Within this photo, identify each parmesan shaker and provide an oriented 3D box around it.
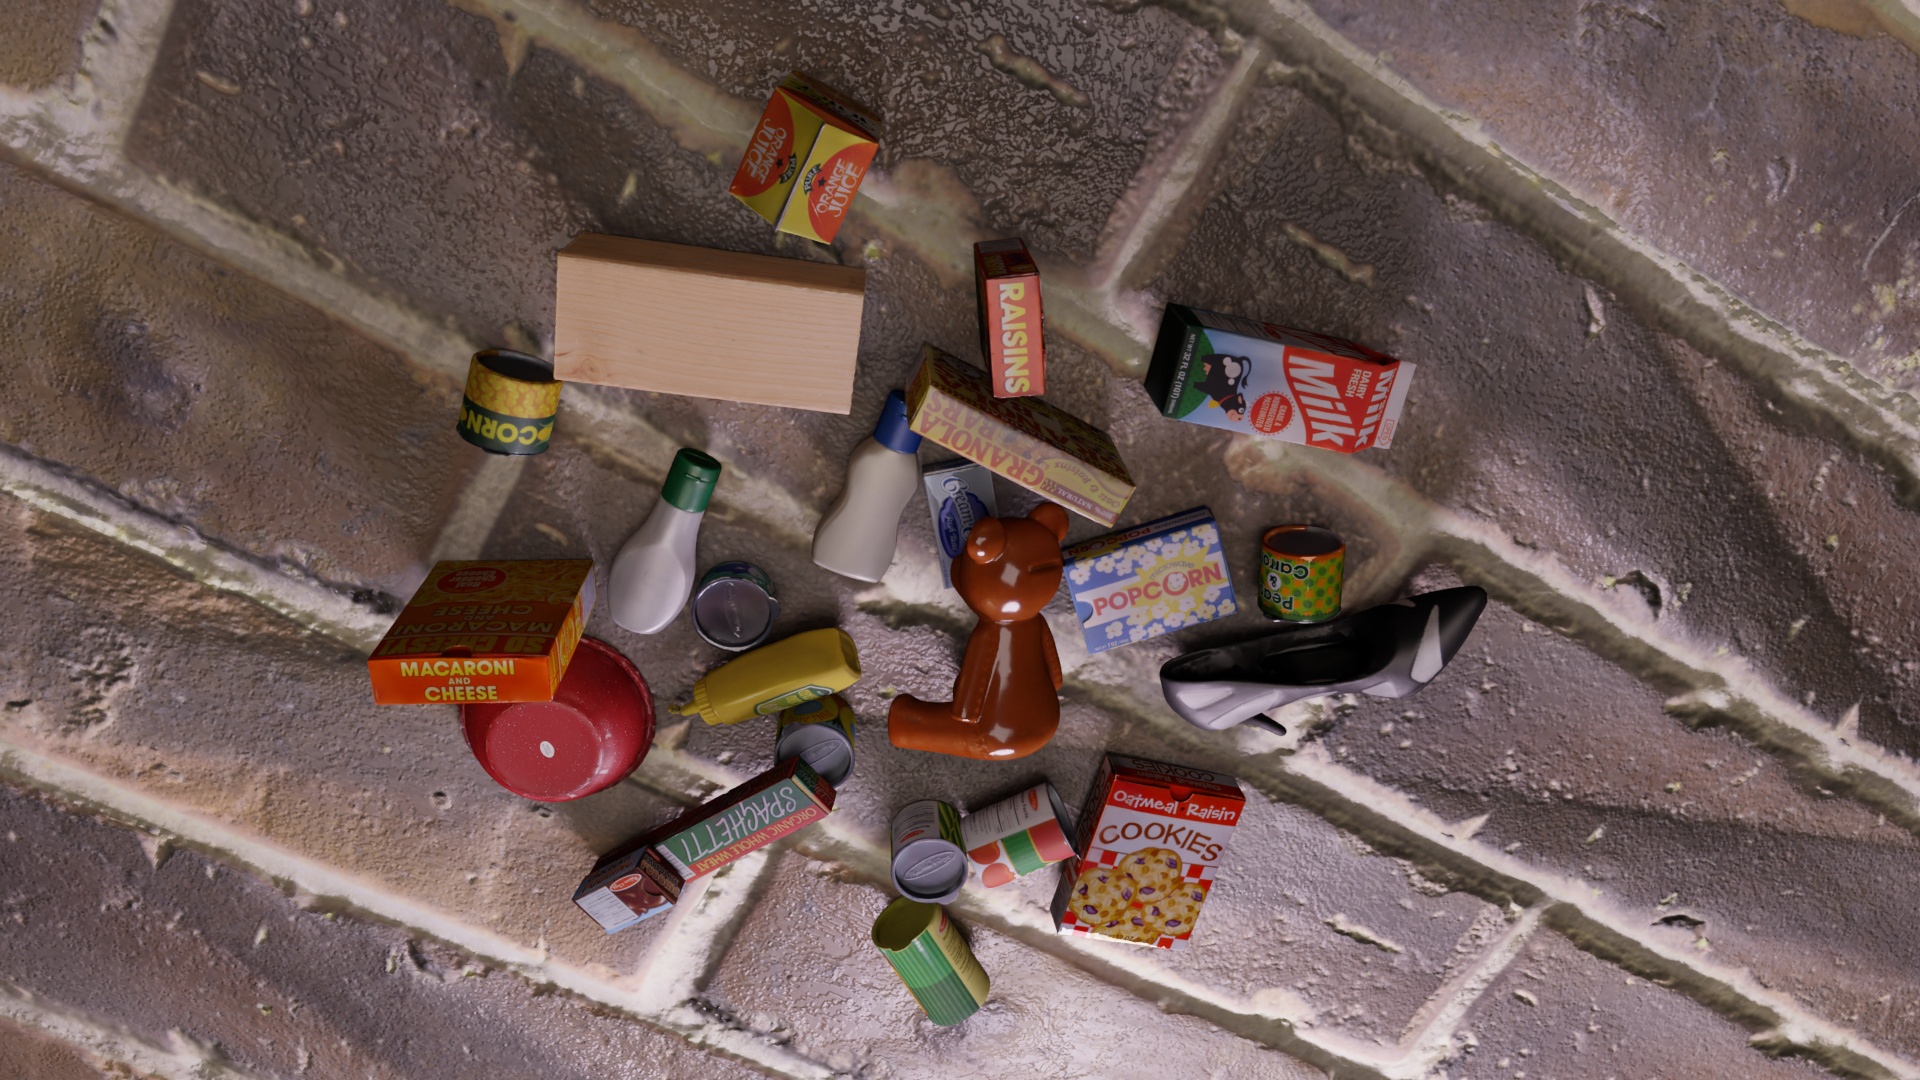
[{"bbox_3d":[-0.026,0.373,1.230,0.071,0.071,0.102,-27,112,8],"label":"parmesan shaker"}]

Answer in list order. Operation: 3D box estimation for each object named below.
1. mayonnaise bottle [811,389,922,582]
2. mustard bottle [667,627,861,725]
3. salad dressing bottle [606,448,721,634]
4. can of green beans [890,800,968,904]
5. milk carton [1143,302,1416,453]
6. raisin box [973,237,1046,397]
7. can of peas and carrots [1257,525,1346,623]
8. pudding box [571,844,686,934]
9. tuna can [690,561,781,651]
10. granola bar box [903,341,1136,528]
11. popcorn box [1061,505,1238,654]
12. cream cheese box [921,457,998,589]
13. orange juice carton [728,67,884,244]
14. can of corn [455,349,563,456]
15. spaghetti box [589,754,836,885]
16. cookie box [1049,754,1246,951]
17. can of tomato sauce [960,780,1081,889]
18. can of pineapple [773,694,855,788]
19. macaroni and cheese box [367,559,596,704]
[{"bbox_3d":[-0.064,-0.043,1.072,0.065,0.041,0.147,19,109,-12],"label":"mayonnaise bottle"},{"bbox_3d":[-0.162,0.116,1.120,0.160,0.065,0.049,-20,69,9],"label":"mustard bottle"},{"bbox_3d":[-0.228,0.000,1.079,0.064,0.044,0.147,23,108,-10],"label":"salad dressing bottle"},{"bbox_3d":[-0.028,0.266,1.193,0.071,0.058,0.071,-1,113,-3],"label":"can of green beans"},{"bbox_3d":[0.243,-0.118,1.041,0.191,0.074,0.072,10,112,-8],"label":"milk carton"},{"bbox_3d":[0.035,-0.159,0.984,0.040,0.124,0.085,-4,113,-1],"label":"raisin box"},{"bbox_3d":[0.270,0.027,1.106,0.071,0.071,0.058,-2,112,-2],"label":"can of peas and carrots"},{"bbox_3d":[-0.277,0.293,1.159,0.083,0.030,0.049,-30,111,27],"label":"pudding box"},{"bbox_3d":[-0.178,0.052,1.108,0.071,0.033,0.070,-1,113,-3],"label":"tuna can"},{"bbox_3d":[0.040,-0.079,1.018,0.165,0.124,0.039,25,108,-13],"label":"granola bar box"},{"bbox_3d":[0.151,0.032,1.117,0.127,0.038,0.085,-17,114,3],"label":"popcorn box"},{"bbox_3d":[0.004,-0.014,1.096,0.053,0.024,0.103,-11,113,-1],"label":"cream cheese box"},{"bbox_3d":[-0.098,-0.250,0.900,0.073,0.193,0.071,26,110,-12],"label":"orange juice carton"},{"bbox_3d":[-0.329,-0.100,1.015,0.071,0.071,0.058,16,110,-10],"label":"can of corn"},{"bbox_3d":[-0.209,0.247,1.153,0.249,0.029,0.050,-30,113,27],"label":"spaghetti box"},{"bbox_3d":[0.162,0.275,1.213,0.123,0.040,0.166,12,111,-14],"label":"cookie box"},{"bbox_3d":[0.051,0.254,1.188,0.083,0.071,0.071,-24,112,7],"label":"can of tomato sauce"},{"bbox_3d":[-0.120,0.164,1.144,0.071,0.058,0.070,-1,113,-3],"label":"can of pineapple"},{"bbox_3d":[-0.348,0.064,1.029,0.124,0.167,0.040,-1,112,-3],"label":"macaroni and cheese box"}]
